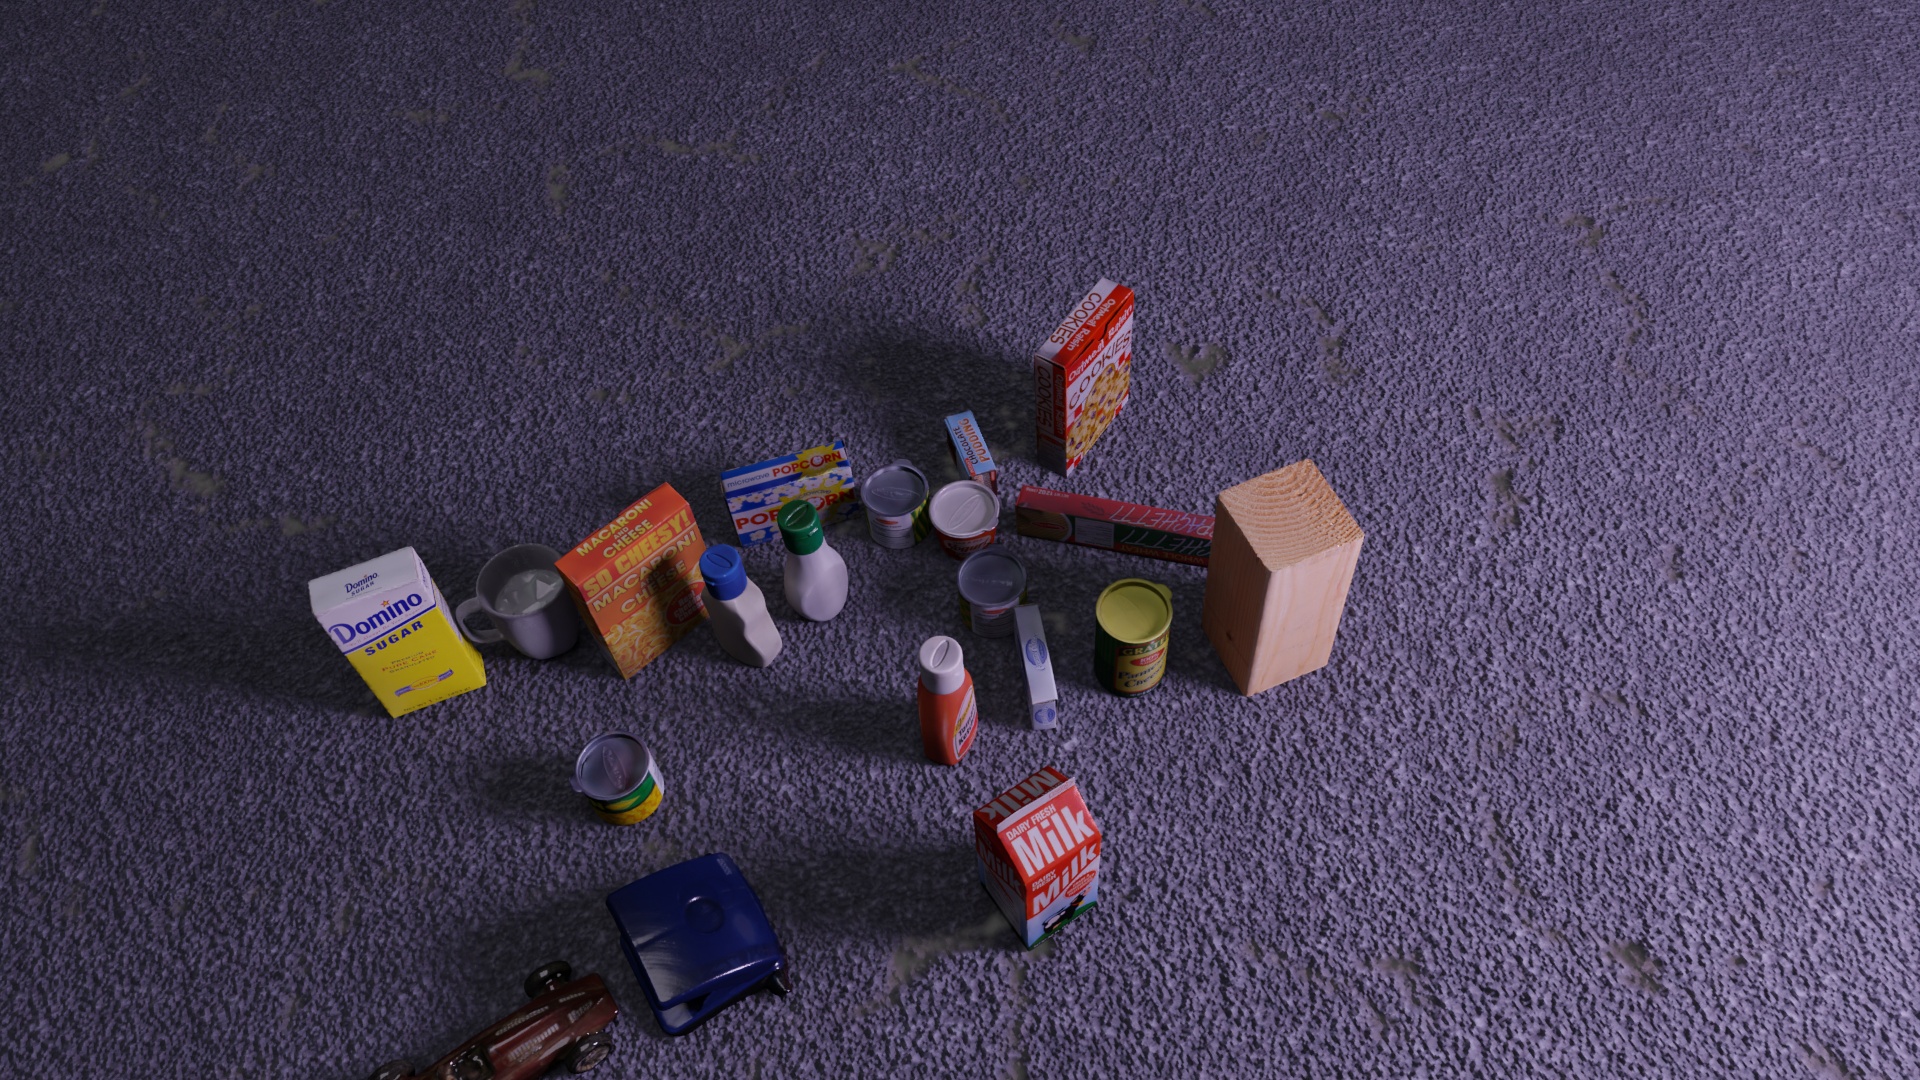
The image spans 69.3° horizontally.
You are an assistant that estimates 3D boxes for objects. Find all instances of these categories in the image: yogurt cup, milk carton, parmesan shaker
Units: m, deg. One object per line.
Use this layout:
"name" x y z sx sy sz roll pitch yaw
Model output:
"yogurt cup" 0.005 -0.017 1.359 0.072 0.053 0.073 -2 55 3
"milk carton" 0.060 0.243 1.087 0.072 0.189 0.073 -30 58 -16
"parmesan shaker" 0.156 0.088 1.243 0.071 0.102 0.071 -2 55 3

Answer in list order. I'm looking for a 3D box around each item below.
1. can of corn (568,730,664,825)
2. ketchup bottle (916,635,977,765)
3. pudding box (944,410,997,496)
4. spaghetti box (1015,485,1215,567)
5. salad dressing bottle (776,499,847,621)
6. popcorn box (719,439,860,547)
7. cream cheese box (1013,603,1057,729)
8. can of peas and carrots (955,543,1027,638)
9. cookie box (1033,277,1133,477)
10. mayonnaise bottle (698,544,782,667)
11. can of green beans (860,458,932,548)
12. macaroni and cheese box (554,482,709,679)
"can of corn" -0.301 0.210 1.218 0.071 0.058 0.071 -2 55 3
"ketchup bottle" -0.013 0.135 1.195 0.043 0.148 0.065 16 58 15
"pudding box" 0.010 -0.085 1.409 0.030 0.049 0.084 -17 55 -7
"spaghetti box" 0.178 -0.009 1.342 0.250 0.050 0.029 10 56 11
"salad dressing bottle" -0.139 0.019 1.287 0.044 0.147 0.064 33 64 24
"popcorn box" -0.167 -0.045 1.373 0.127 0.084 0.038 -16 55 -7
"cream cheese box" 0.068 0.115 1.261 0.024 0.053 0.104 -9 55 -2
"can of peas and carrots" 0.031 0.048 1.308 0.071 0.058 0.071 -2 55 3
"cookie box" 0.124 -0.160 1.382 0.040 0.166 0.123 28 62 22
"mayonnaise bottle" -0.204 0.059 1.263 0.065 0.147 0.041 25 60 20
"can of green beans" -0.062 -0.034 1.373 0.071 0.057 0.071 -2 55 3
"macaroni and cheese box" -0.290 0.039 1.272 0.124 0.165 0.040 -40 61 -21
